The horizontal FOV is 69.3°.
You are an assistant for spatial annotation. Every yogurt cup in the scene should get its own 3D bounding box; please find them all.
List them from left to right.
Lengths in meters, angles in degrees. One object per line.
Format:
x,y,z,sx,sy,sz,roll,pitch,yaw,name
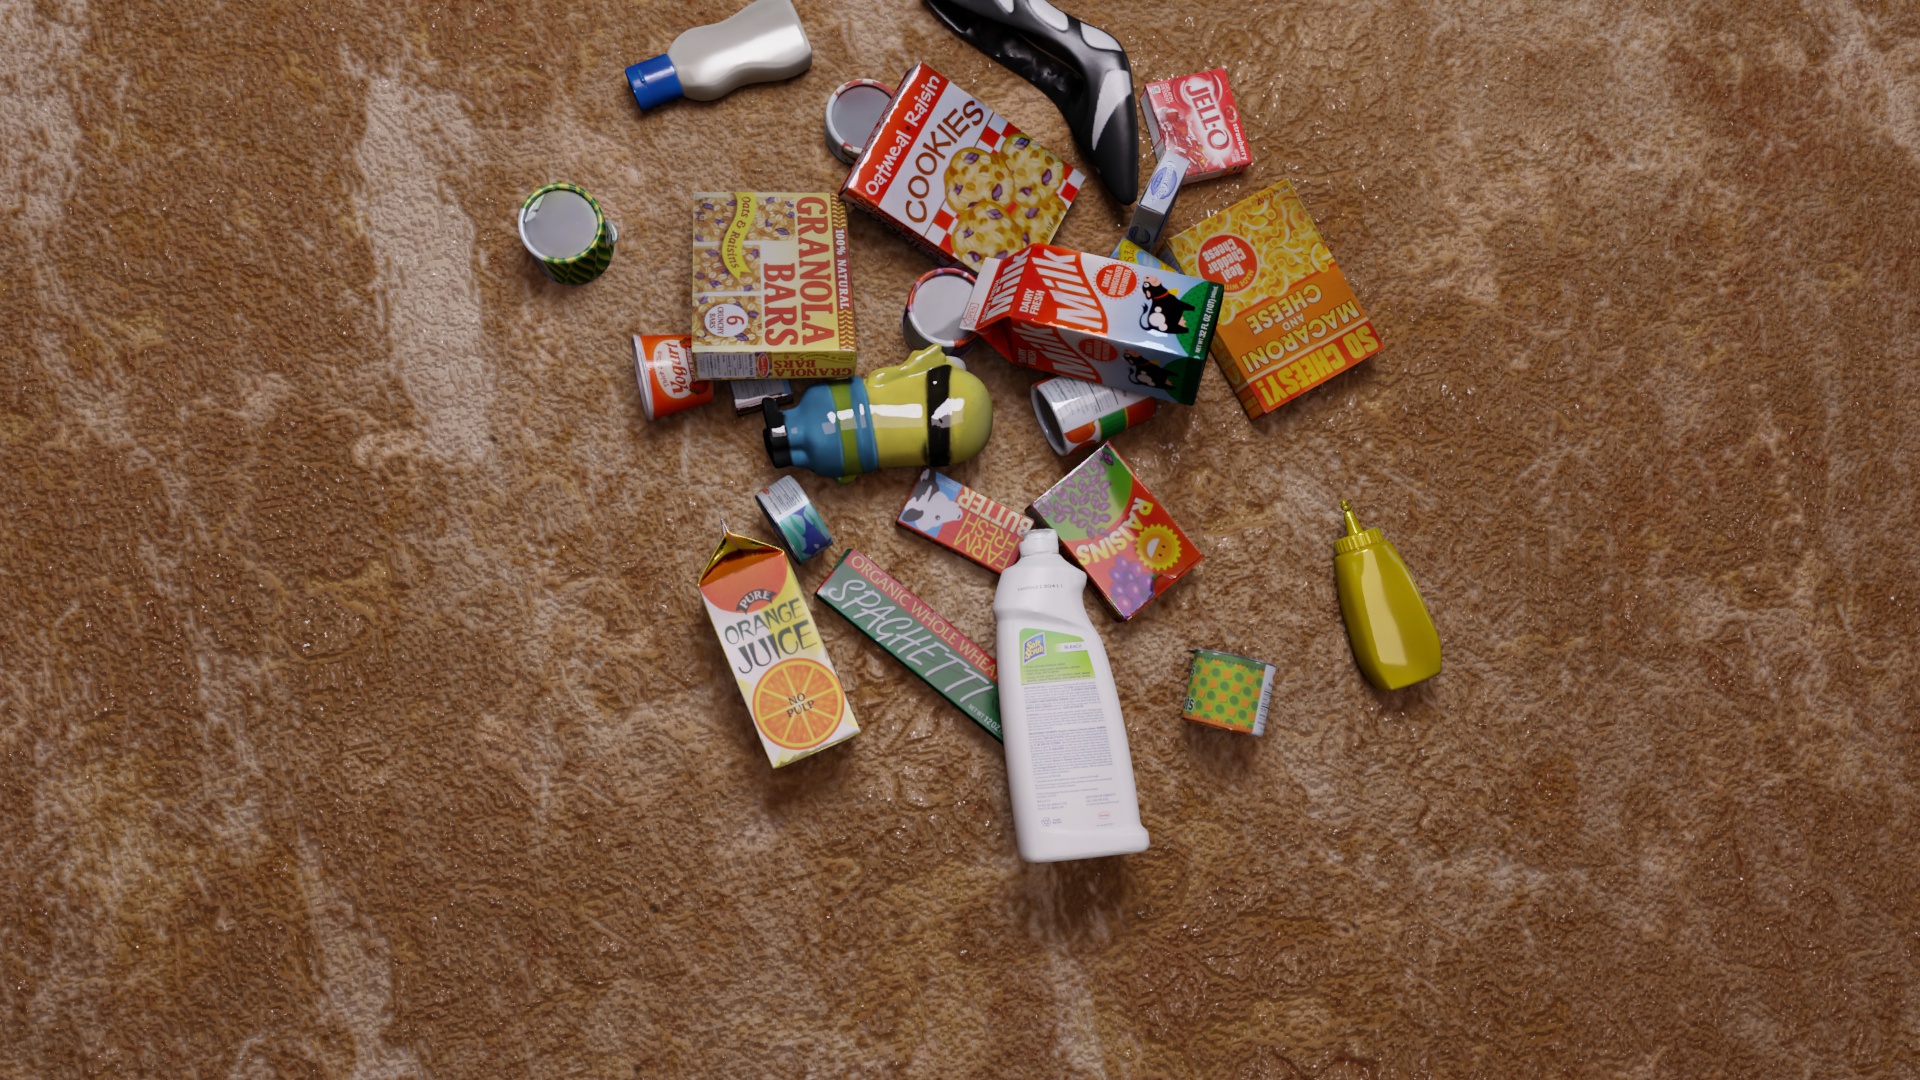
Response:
-0.227,-0.132,1.096,0.054,0.072,0.072,-12,85,-16,yogurt cup

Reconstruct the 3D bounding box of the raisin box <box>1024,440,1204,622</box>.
0.125,-0.006,1.131,0.086,0.040,0.123,-39,89,-10,raisin box

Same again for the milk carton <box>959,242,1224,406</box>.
0.100,-0.172,1.078,0.191,0.073,0.072,15,68,10,milk carton

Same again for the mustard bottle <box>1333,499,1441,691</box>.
0.344,0.041,1.146,0.065,0.048,0.160,-17,84,-8,mustard bottle

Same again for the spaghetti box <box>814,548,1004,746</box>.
-0.006,0.100,1.108,0.250,0.028,0.050,38,80,-1,spaghetti box

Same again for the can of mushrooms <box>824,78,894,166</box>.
-0.077,-0.347,1.154,0.071,0.033,0.071,1,82,-6,can of mushrooms

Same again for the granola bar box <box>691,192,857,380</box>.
-0.148,-0.201,1.093,0.124,0.038,0.166,-2,58,-7,granola bar box

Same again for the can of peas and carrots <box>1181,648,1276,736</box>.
0.212,0.122,1.113,0.071,0.071,0.059,13,82,-5,can of peas and carrots

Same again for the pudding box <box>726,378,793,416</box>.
-0.168,-0.147,1.120,0.050,0.030,0.083,-16,85,-7,pudding box

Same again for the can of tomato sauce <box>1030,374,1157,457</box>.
0.108,-0.113,1.131,0.083,0.071,0.071,-25,86,-8,can of tomato sauce

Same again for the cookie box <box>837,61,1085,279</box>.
0.001,-0.289,1.134,0.167,0.040,0.123,31,81,-17,cookie box

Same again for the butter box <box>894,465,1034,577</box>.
0.004,-0.014,1.126,0.103,0.024,0.053,27,80,-3,butter box

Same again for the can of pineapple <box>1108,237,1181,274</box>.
0.141,-0.208,1.144,0.058,0.071,0.071,32,81,-2,can of pineapple

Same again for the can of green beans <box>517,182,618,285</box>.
-0.312,-0.243,1.102,0.071,0.057,0.071,1,83,-6,can of green beans

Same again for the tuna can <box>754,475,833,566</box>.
-0.129,-0.014,1.092,0.033,0.071,0.071,-33,88,-10,tuna can

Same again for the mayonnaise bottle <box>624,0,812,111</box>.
-0.200,-0.396,1.143,0.148,0.041,0.065,-23,85,-8,mayonnaise bottle

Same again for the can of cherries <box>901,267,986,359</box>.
-0.012,-0.185,1.128,0.071,0.058,0.071,1,83,-6,can of cherries

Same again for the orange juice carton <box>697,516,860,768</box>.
-0.148,0.074,1.074,0.073,0.071,0.192,-23,86,-9,orange juice carton

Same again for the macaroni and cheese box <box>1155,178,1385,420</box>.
0.261,-0.202,1.171,0.124,0.040,0.166,-28,86,-9,macaroni and cheese box

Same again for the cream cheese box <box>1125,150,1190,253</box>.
0.159,-0.271,1.136,0.024,0.103,0.053,26,80,4,cream cheese box
